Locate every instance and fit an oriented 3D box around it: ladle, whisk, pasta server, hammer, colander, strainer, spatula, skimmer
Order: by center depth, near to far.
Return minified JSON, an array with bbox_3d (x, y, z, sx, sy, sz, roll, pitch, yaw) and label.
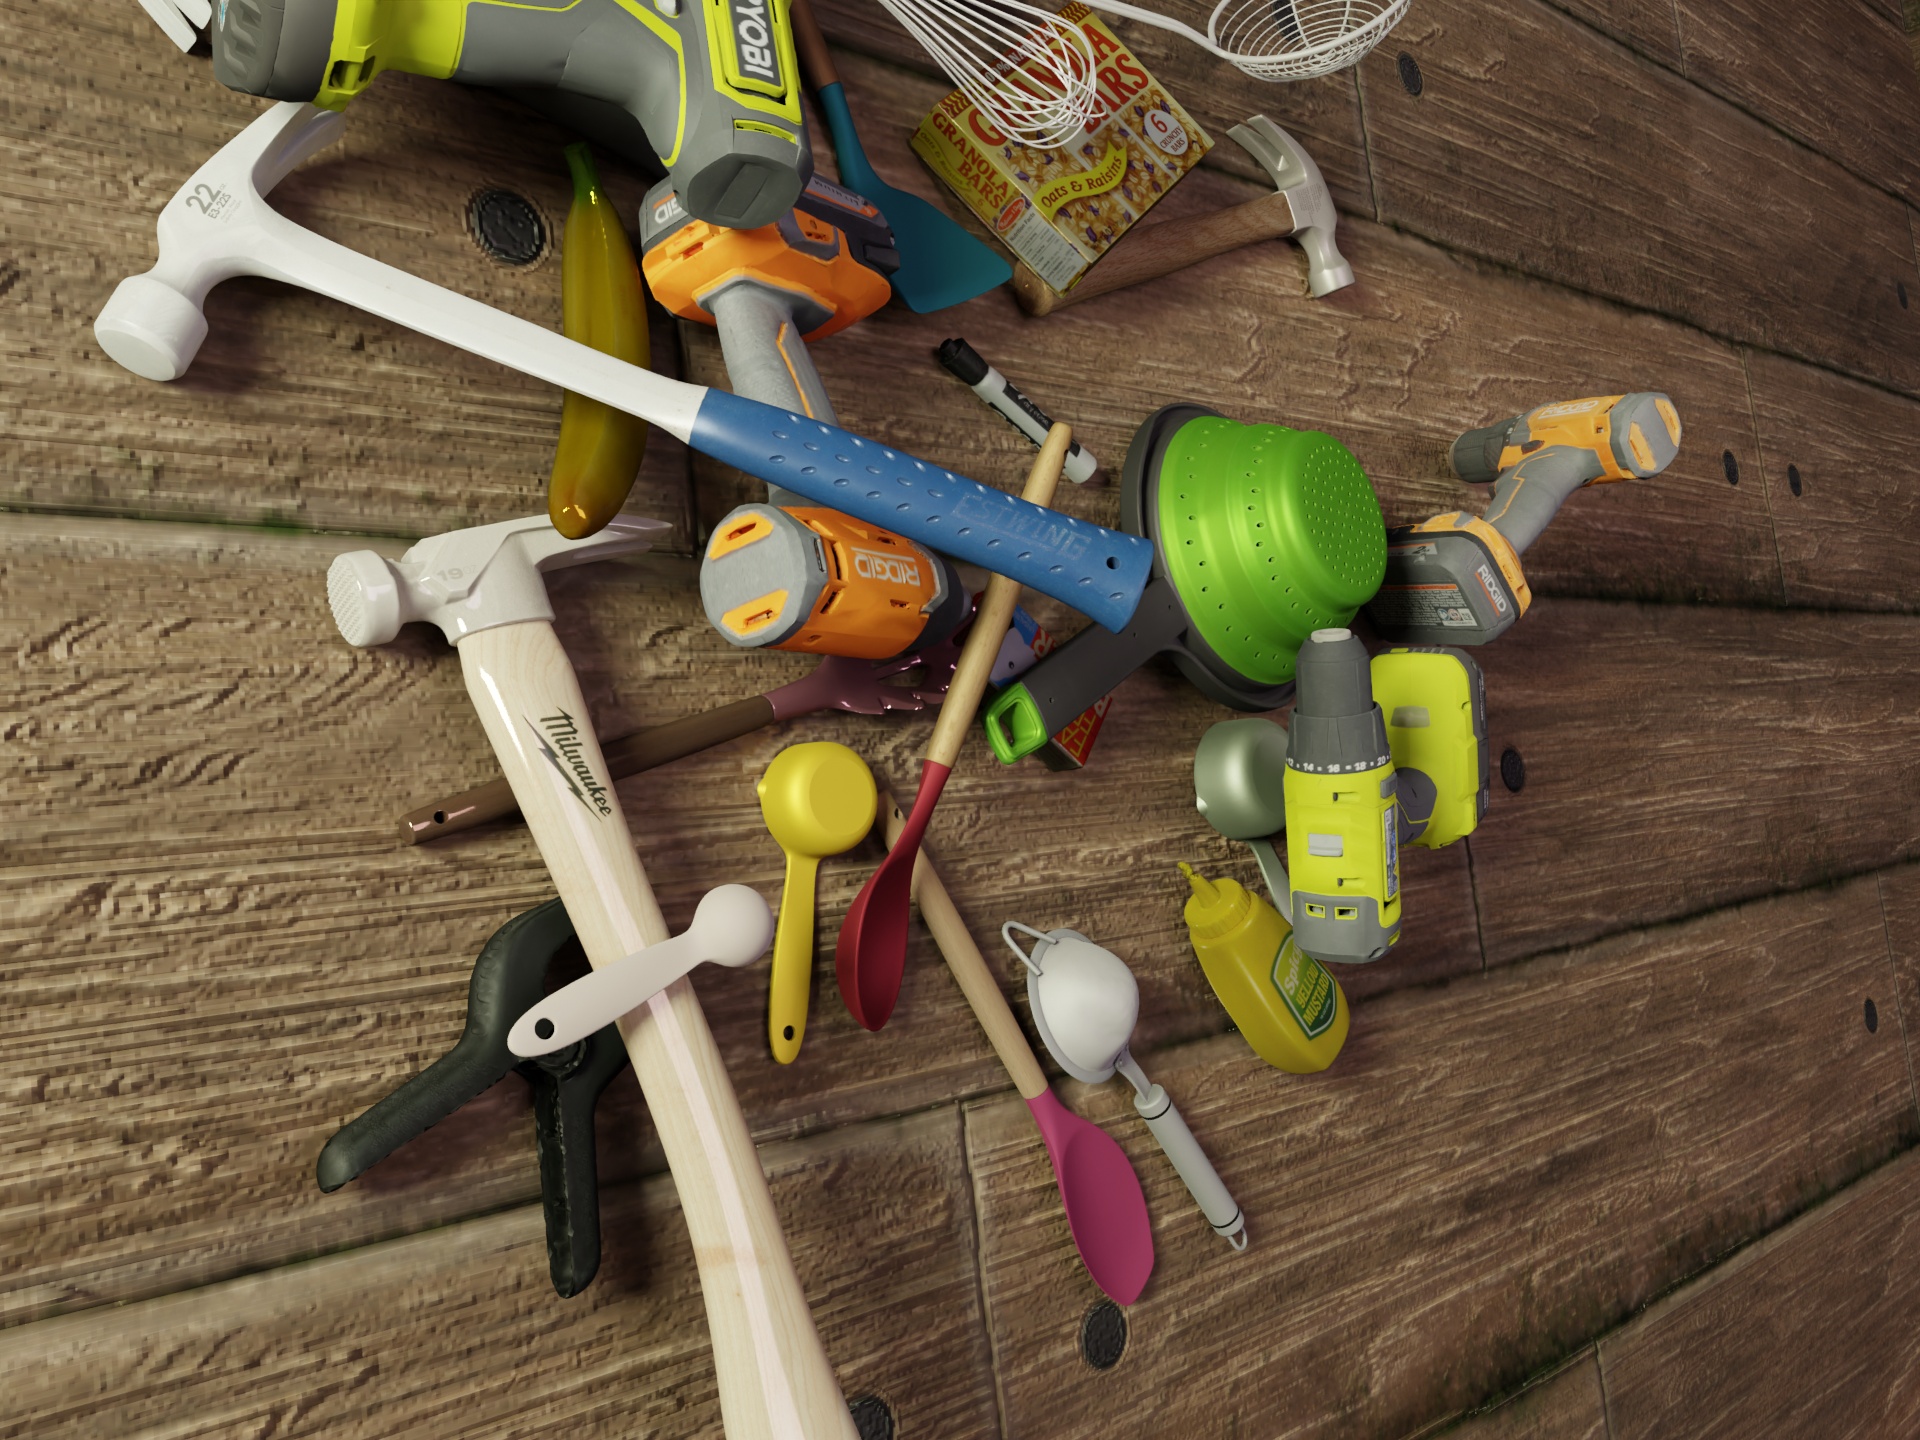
[{"bbox_3d":[-0.113,-0.132,0.640,0.405,0.035,0.144,21,66,-6],"label":"hammer"},{"bbox_3d":[-0.120,0.109,0.652,0.146,0.038,0.411,-17,83,-39],"label":"hammer"},{"bbox_3d":[-0.214,-0.304,0.708,0.330,0.033,0.128,18,69,-38],"label":"hammer"},{"bbox_3d":[-0.109,0.000,0.739,0.316,0.040,0.060,-21,84,-41],"label":"pasta server"},{"bbox_3d":[-0.001,-0.003,0.784,0.069,0.031,0.315,41,68,-69],"label":"ladle"},{"bbox_3d":[-0.031,-0.371,0.803,0.284,0.070,0.070,17,71,-40],"label":"whisk"},{"bbox_3d":[-0.073,-0.364,0.839,0.082,0.044,0.317,-33,102,-37],"label":"spatula"},{"bbox_3d":[0.106,0.206,0.890,0.258,0.050,0.087,58,36,-21],"label":"strainer"},{"bbox_3d":[0.152,-0.079,0.925,0.397,0.094,0.204,-37,104,-46],"label":"colander"},{"bbox_3d":[0.098,-0.448,0.928,0.363,0.090,0.127,4,37,-25],"label":"skimmer"},{"bbox_3d":[0.148,-0.315,1.036,0.331,0.031,0.130,-28,101,-41],"label":"hammer"}]

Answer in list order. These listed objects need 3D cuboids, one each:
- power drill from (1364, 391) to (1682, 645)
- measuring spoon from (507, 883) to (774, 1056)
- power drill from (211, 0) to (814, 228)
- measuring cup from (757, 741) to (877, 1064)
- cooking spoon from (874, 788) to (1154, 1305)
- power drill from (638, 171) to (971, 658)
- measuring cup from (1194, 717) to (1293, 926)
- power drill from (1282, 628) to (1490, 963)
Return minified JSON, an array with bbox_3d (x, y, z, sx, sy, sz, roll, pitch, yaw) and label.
[{"bbox_3d":[0.377,-0.151,1.141,0.226,0.185,0.084,-42,111,-19],"label":"power drill"},{"bbox_3d":[-0.120,0.098,0.620,0.124,0.018,0.034,-27,89,-40],"label":"measuring spoon"},{"bbox_3d":[-0.173,-0.299,0.636,0.223,0.080,0.171,2,68,-33],"label":"power drill"},{"bbox_3d":[-0.070,0.085,0.760,0.062,0.029,0.157,18,69,-38],"label":"measuring cup"},{"bbox_3d":[0.028,0.174,0.839,0.069,0.017,0.318,-43,111,-48],"label":"cooking spoon"},{"bbox_3d":[-0.063,-0.138,0.752,0.164,0.084,0.226,4,71,-56],"label":"power drill"},{"bbox_3d":[0.203,0.076,1.000,0.083,0.038,0.167,-31,101,-41],"label":"measuring cup"},{"bbox_3d":[0.261,0.024,0.988,0.228,0.080,0.190,-23,111,-56],"label":"power drill"}]
